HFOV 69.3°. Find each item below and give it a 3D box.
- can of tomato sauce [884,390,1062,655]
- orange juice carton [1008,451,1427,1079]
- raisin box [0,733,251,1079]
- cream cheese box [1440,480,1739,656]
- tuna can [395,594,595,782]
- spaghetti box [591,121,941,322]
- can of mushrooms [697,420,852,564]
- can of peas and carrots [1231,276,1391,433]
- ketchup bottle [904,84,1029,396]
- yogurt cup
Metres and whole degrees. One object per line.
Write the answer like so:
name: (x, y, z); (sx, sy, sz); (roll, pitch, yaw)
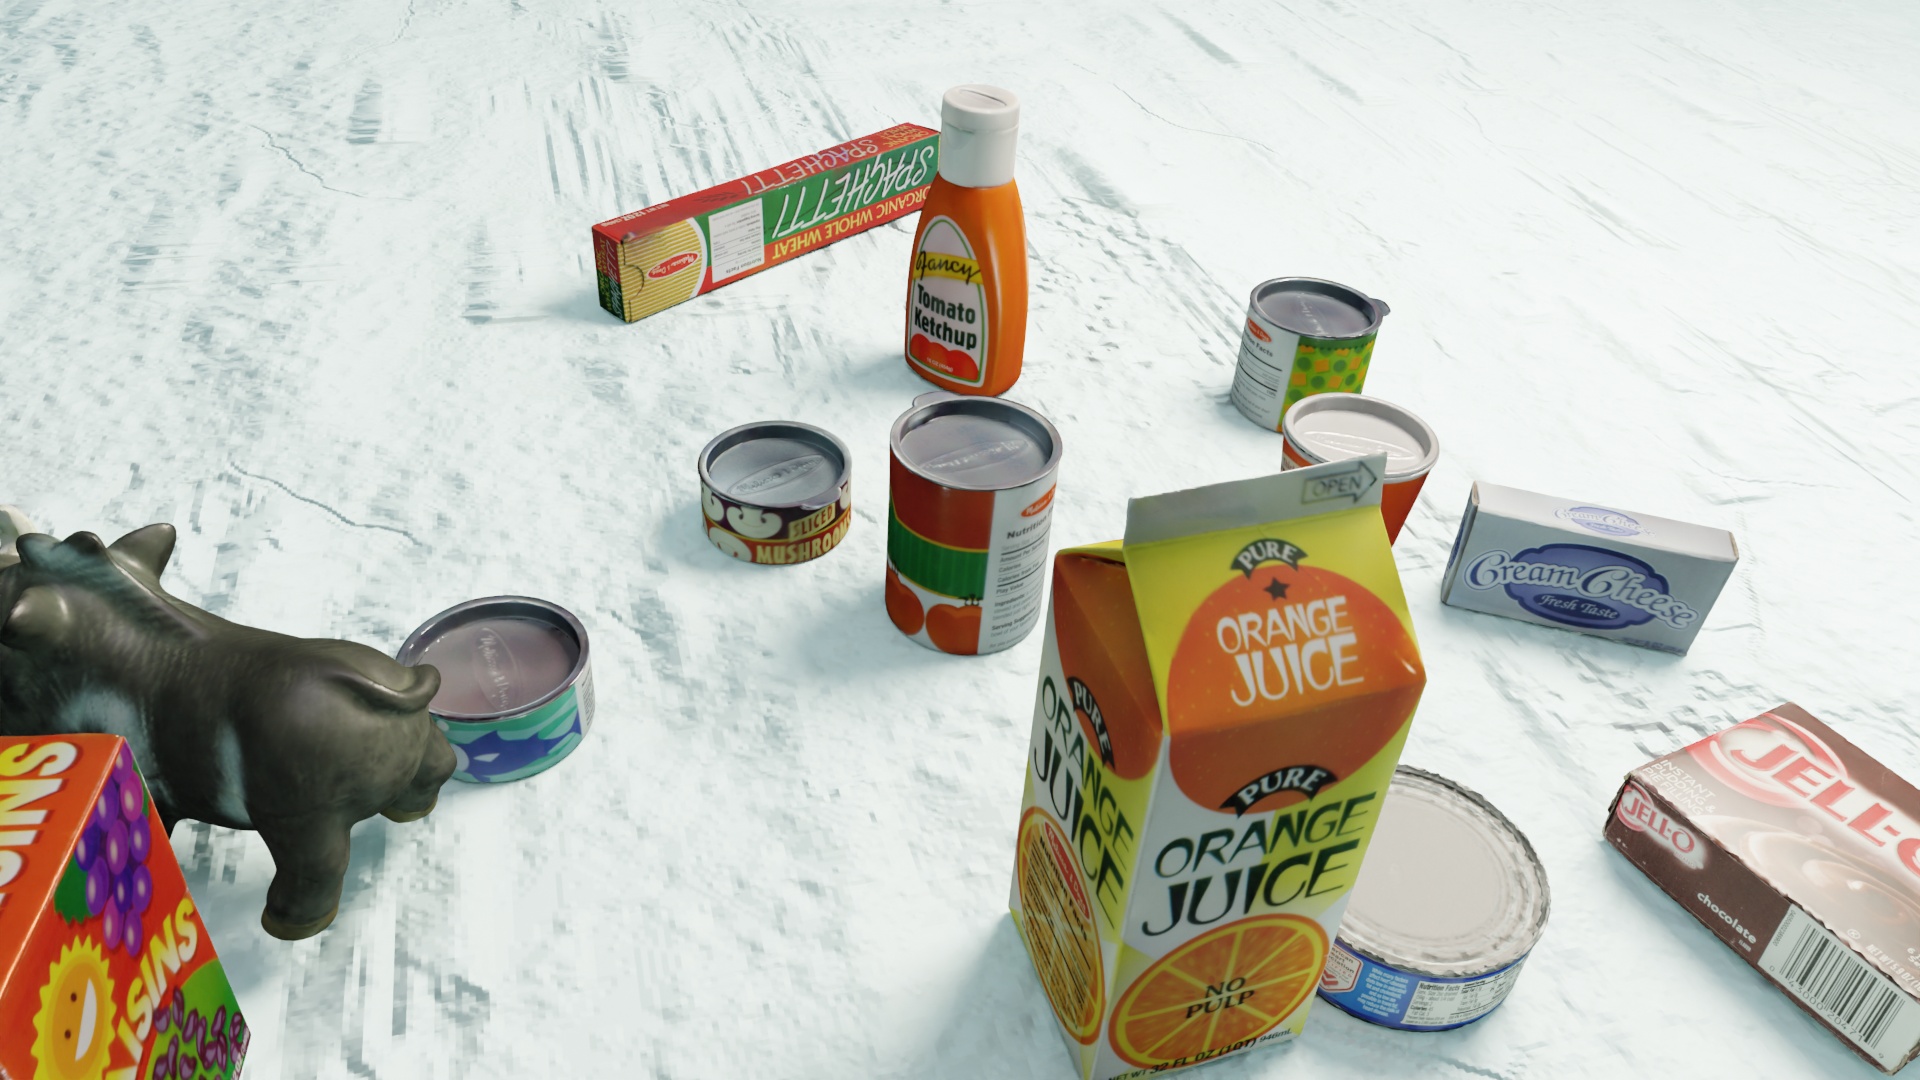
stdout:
can of tomato sauce: (0.002, -0.007, 0.554); (0.071, 0.082, 0.071); (3, 37, -2)
orange juice carton: (0.065, 0.060, 0.381); (0.072, 0.191, 0.073); (-9, 39, -17)
raisin box: (-0.214, 0.119, 0.330); (0.040, 0.122, 0.086); (-2, 37, -8)
cream cheese box: (0.260, 0.012, 0.581); (0.104, 0.053, 0.024); (13, 38, 11)
tuna can: (-0.168, 0.053, 0.497); (0.071, 0.032, 0.071); (3, 37, -2)
spaghetti box: (-0.104, -0.192, 0.815); (0.029, 0.049, 0.251); (30, 44, 30)
can of mushrooms: (-0.079, -0.020, 0.604); (0.071, 0.033, 0.071); (3, 37, -2)
can of peas and carrots: (0.178, -0.094, 0.709); (0.071, 0.058, 0.071); (3, 37, -2)
ketchup bottle: (0.005, -0.146, 0.685); (0.065, 0.148, 0.044); (27, 42, 27)
yogurt cup: (0.174, -0.027, 0.623); (0.072, 0.053, 0.073); (3, 37, -2)
